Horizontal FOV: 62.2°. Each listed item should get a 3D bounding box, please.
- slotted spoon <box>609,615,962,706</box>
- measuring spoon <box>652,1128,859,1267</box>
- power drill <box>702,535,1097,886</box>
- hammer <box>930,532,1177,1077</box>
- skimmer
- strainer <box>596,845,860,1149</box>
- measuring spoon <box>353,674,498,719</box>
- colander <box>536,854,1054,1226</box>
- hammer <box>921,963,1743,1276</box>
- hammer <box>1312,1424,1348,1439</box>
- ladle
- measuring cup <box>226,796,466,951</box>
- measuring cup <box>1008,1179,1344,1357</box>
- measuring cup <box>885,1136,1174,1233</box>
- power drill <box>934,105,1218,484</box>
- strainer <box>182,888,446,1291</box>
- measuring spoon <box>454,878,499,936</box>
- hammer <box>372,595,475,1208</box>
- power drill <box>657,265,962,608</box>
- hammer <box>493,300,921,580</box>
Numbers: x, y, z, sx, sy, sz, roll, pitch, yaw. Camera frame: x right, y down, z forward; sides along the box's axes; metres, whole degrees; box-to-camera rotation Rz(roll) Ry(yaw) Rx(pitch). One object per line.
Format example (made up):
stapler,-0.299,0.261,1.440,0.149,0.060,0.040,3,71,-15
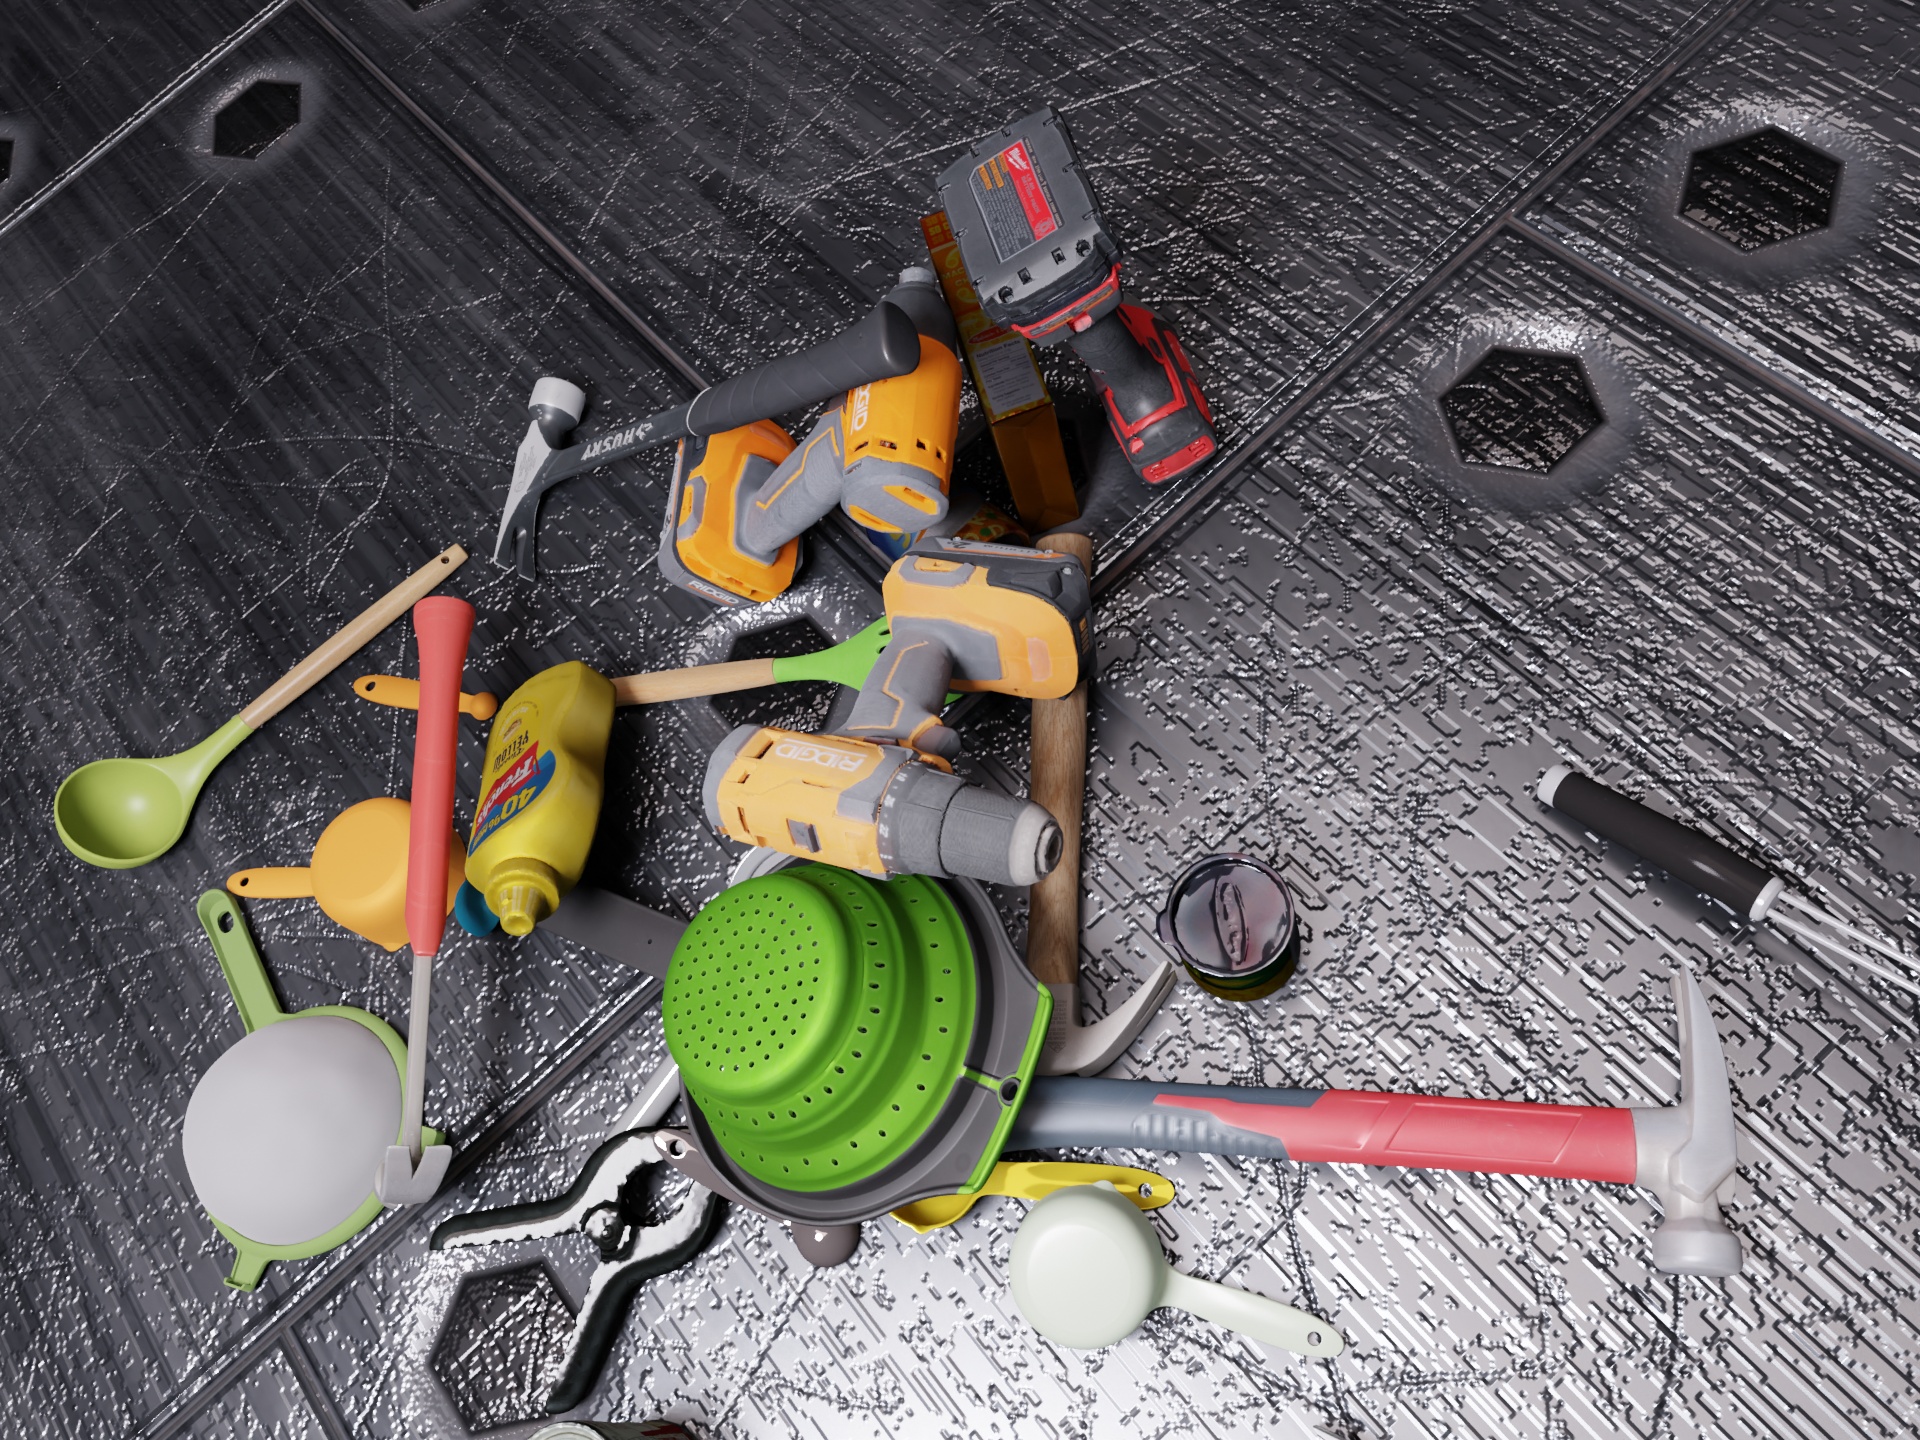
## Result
slotted spoon,-0.140,-0.026,1.002,0.314,0.031,0.070,-7,63,15
measuring spoon,-0.110,0.252,0.846,0.124,0.018,0.034,29,79,2
power drill,-0.001,-0.003,0.833,0.185,0.084,0.226,11,42,27
hammer,0.058,0.041,0.910,0.130,0.031,0.332,-3,65,15
skimmer,0.444,0.128,0.759,0.364,0.090,0.127,34,82,37
strainer,-0.133,0.161,0.907,0.087,0.050,0.258,35,85,25
measuring spoon,-0.363,-0.018,1.071,0.117,0.011,0.021,9,69,20
colander,-0.144,0.126,0.846,0.397,0.094,0.204,14,75,37
hammer,0.173,0.185,0.790,0.386,0.038,0.143,1,65,11
hammer,0.067,0.405,0.741,0.331,0.033,0.128,-9,65,12
ladle,-0.467,-0.018,1.078,0.320,0.062,0.078,-41,89,-8
measuring cup,-0.403,0.094,1.008,0.173,0.052,0.095,-3,66,13
measuring cup,0.103,0.282,0.775,0.167,0.038,0.083,14,88,16
measuring cup,0.033,0.242,0.835,0.156,0.029,0.062,3,70,5
power drill,0.077,-0.243,0.929,0.078,0.219,0.143,-27,59,17
strainer,-0.428,0.197,0.959,0.151,0.069,0.257,-35,63,-1
measuring spoon,-0.303,0.073,1.000,0.042,0.021,0.129,-30,53,35
hammer,-0.305,0.088,0.912,0.036,0.149,0.359,5,64,-21
power drill,-0.085,-0.169,0.962,0.226,0.084,0.164,-19,57,45
hammer,-0.170,-0.181,0.975,0.409,0.036,0.149,-6,66,46
